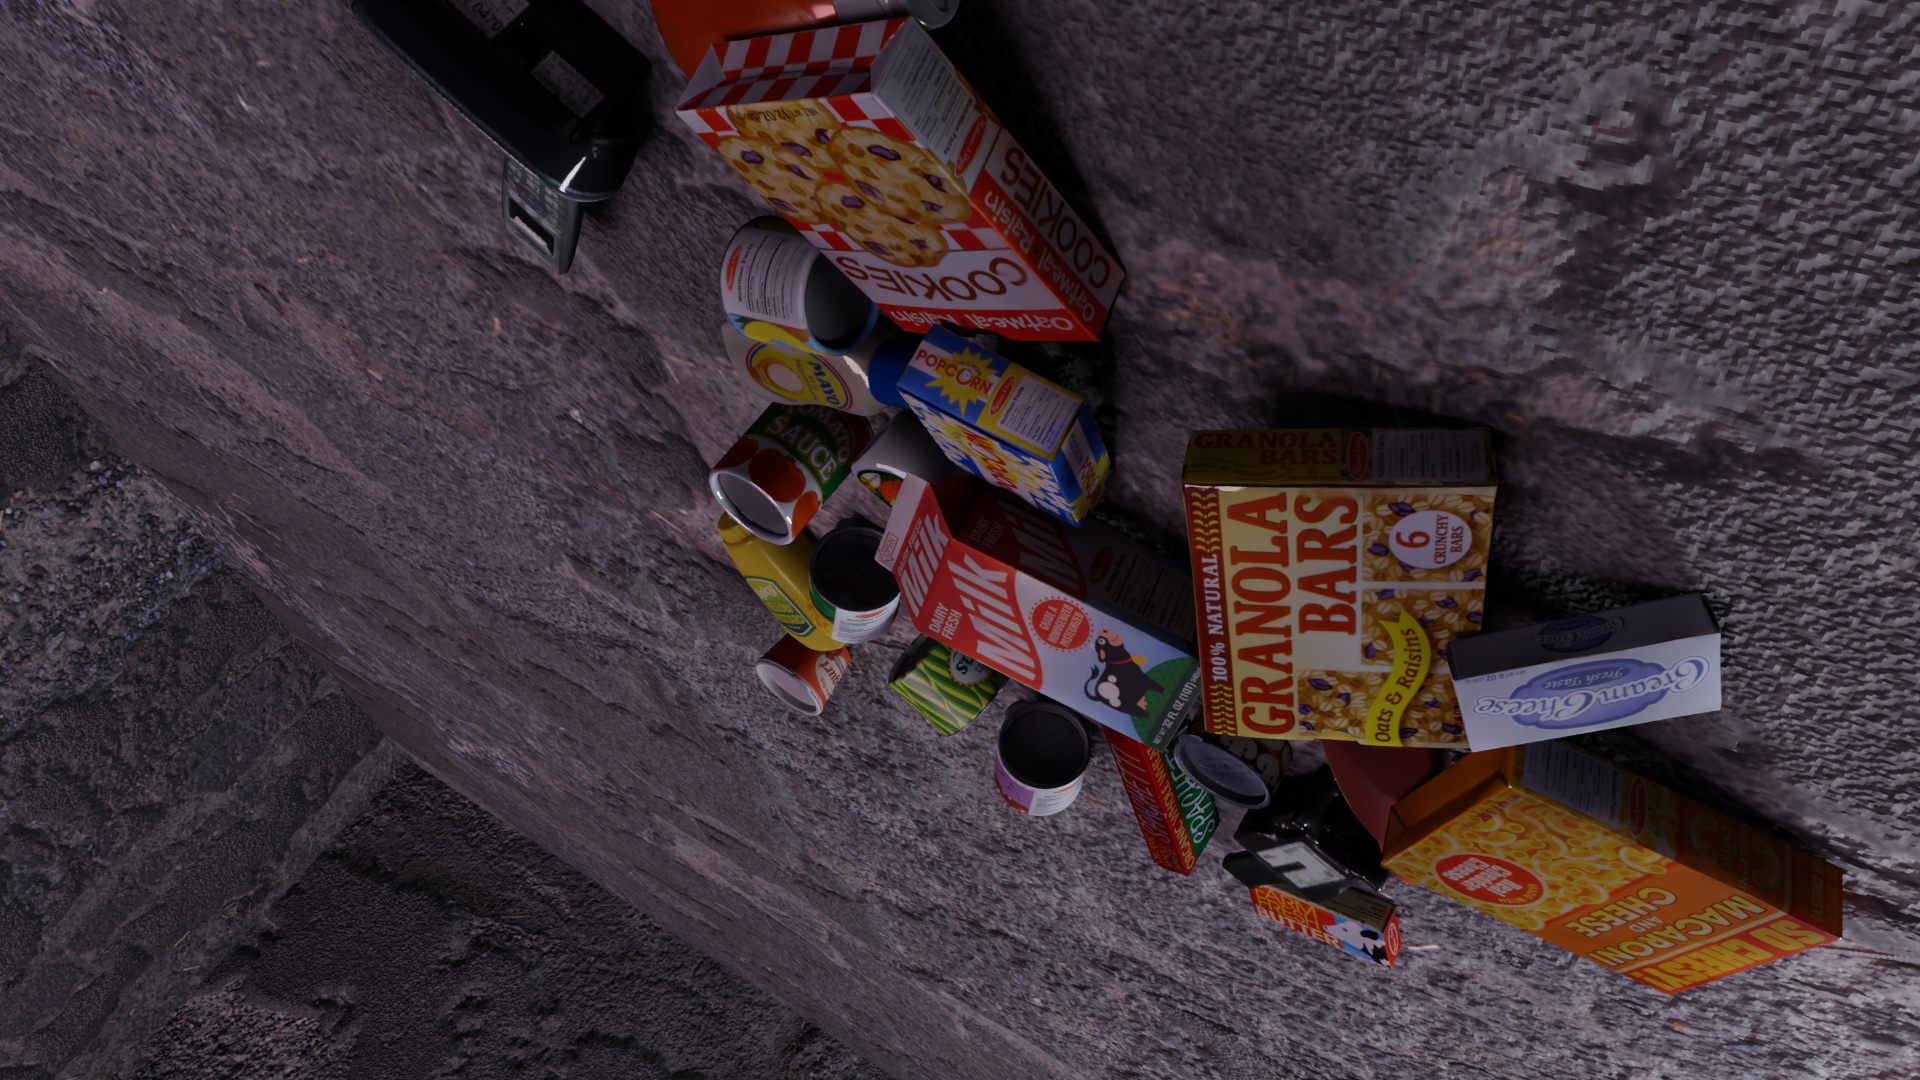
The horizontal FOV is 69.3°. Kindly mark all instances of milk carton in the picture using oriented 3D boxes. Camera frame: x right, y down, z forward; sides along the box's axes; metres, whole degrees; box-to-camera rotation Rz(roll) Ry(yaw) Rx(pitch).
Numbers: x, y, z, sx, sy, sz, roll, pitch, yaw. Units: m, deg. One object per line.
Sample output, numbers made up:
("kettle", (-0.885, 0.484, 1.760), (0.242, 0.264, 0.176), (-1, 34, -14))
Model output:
("milk carton", (0.046, 0.029, 0.758), (0.191, 0.074, 0.072), (27, 129, 5))

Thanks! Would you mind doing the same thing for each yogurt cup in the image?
("yogurt cup", (-0.128, 0.103, 1.150), (0.072, 0.054, 0.072), (29, 152, 17))

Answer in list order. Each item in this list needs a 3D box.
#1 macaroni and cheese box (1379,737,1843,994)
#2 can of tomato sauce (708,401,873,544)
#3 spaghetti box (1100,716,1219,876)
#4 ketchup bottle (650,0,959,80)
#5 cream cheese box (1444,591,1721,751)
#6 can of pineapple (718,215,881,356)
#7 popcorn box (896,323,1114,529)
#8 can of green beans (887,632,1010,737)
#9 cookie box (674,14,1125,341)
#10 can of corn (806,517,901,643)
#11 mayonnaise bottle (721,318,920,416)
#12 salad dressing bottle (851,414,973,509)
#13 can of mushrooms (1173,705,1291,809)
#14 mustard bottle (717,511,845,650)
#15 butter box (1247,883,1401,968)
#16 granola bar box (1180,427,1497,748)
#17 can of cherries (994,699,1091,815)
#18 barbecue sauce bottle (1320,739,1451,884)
("macaroni and cheese box", (0.313, 0.159, 0.681), (0.166, 0.040, 0.123), (24, 147, -1))
("can of tomato sauce", (-0.103, -0.049, 0.851), (0.071, 0.083, 0.070), (29, 152, 17))
("spaghetti box", (0.125, 0.135, 0.899), (0.029, 0.050, 0.249), (18, 147, 35))
("ketchup bottle", (-0.065, -0.222, 0.581), (0.149, 0.044, 0.064), (9, 143, 43))
("cream cheese box", (0.263, 0.057, 0.588), (0.104, 0.024, 0.053), (-14, 131, 17))
("can of pineapple", (-0.080, -0.131, 0.718), (0.058, 0.071, 0.070), (17, 146, 34))
("popcorn box", (0.026, -0.054, 0.692), (0.085, 0.038, 0.126), (28, 174, 17))
("can of green beans", (-0.009, 0.095, 0.982), (0.058, 0.071, 0.071), (44, 152, -10))
("cookie box", (-0.022, -0.147, 0.599), (0.123, 0.040, 0.167), (11, 161, 42))
("can of corn", (-0.073, 0.028, 0.958), (0.071, 0.071, 0.058), (33, 153, 9))
("mayonnaise bottle", (-0.067, -0.099, 0.776), (0.148, 0.041, 0.064), (15, 144, 38))
("salad dressing bottle", (0.003, -0.010, 0.827), (0.147, 0.044, 0.064), (42, 155, -9))
("can of mushrooms", (0.168, 0.132, 0.862), (0.071, 0.033, 0.070), (29, 152, 17))
("mustard bottle", (-0.136, 0.015, 1.028), (0.065, 0.049, 0.159), (0, 135, 48))
("butter box", (0.251, 0.256, 0.964), (0.103, 0.024, 0.053), (15, 145, 36))
("granola bar box", (0.168, 0.025, 0.622), (0.124, 0.039, 0.164), (1, 133, 16))
("can of cherries", (0.057, 0.155, 0.999), (0.071, 0.072, 0.058), (30, 153, 15))
("barbecue sauce bottle", (0.242, 0.138, 0.771), (0.065, 0.044, 0.148), (10, 143, 36))
